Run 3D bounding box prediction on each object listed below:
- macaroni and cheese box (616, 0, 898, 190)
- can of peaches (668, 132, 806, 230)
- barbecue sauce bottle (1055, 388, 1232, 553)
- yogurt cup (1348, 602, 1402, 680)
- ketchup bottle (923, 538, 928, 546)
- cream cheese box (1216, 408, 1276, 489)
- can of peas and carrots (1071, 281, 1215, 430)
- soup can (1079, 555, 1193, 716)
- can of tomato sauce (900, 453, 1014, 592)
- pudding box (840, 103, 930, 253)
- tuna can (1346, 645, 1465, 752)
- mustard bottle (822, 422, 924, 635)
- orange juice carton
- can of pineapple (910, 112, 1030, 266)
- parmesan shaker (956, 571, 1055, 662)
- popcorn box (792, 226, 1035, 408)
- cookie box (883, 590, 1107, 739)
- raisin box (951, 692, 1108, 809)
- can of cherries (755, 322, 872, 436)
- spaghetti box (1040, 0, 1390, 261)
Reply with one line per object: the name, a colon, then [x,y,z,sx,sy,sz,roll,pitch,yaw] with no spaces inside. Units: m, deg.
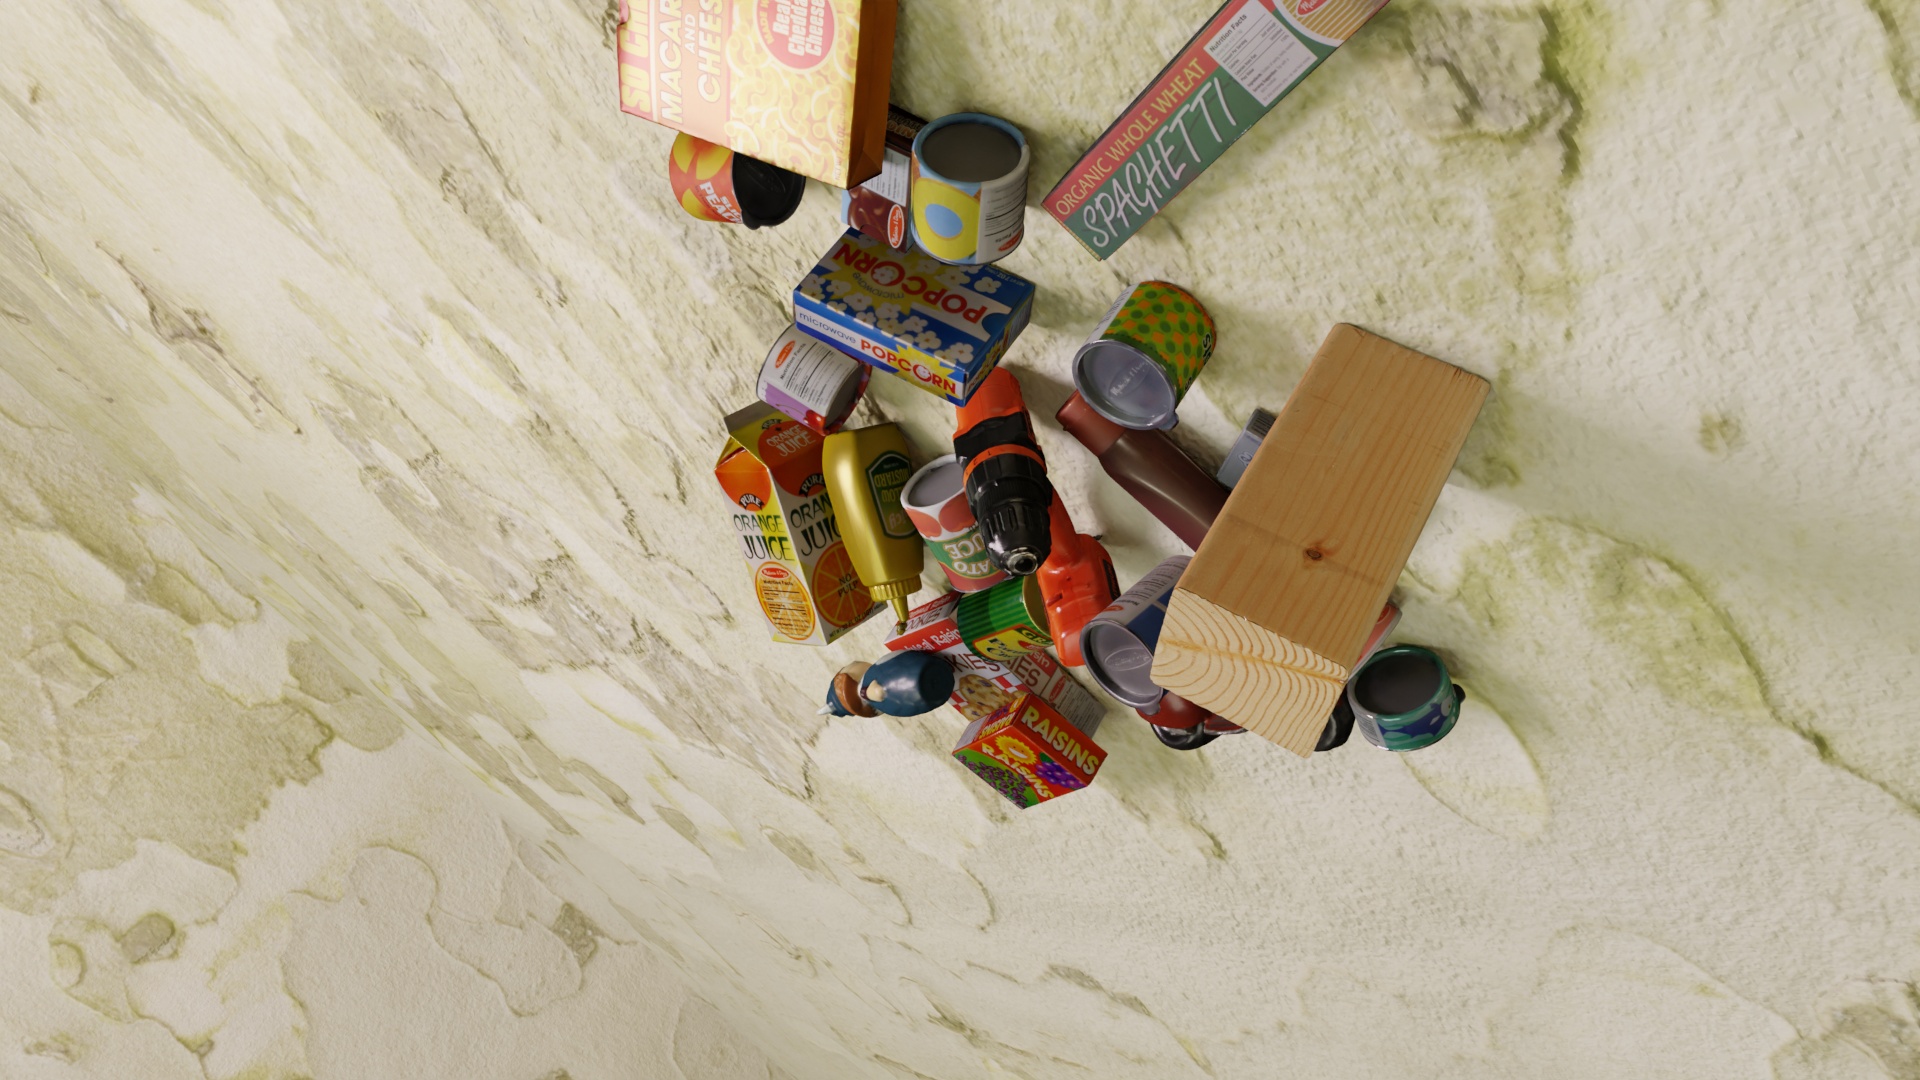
macaroni and cheese box: [-0.118,-0.283,0.781,0.166,0.040,0.123,23,127,20]
can of peaches: [-0.142,-0.231,0.876,0.058,0.071,0.071,14,142,34]
barbecue sauce bottle: [0.126,-0.043,0.887,0.148,0.044,0.065,41,173,-5]
yogurt cup: [0.240,0.055,0.891,0.054,0.073,0.072,40,149,9]
ketchup bottle: [-0.075,-0.011,1.130,0.148,0.044,0.064,-4,124,46]
cream cheese box: [0.211,-0.033,0.838,0.104,0.024,0.053,31,149,9]
can of peas and carrots: [0.109,-0.106,0.808,0.071,0.059,0.070,25,147,17]
soup can: [0.129,0.059,0.886,0.071,0.084,0.071,31,140,31]
can of tomato sauce: [0.004,-0.013,1.027,0.071,0.071,0.082,3,135,42]
pudding box: [-0.044,-0.219,0.836,0.050,0.030,0.083,28,148,12]
tuna can: [0.290,0.101,0.903,0.071,0.071,0.032,4,135,42]
mustard bottle: [-0.057,-0.007,1.043,0.048,0.065,0.160,-9,97,44]
orange juice carton: [-0.130,-0.019,1.089,0.073,0.072,0.192,0,113,44]
can of pineapple: [0.003,-0.199,0.782,0.071,0.071,0.057,26,147,16]
parmesan shaker: [0.052,0.055,1.075,0.071,0.071,0.102,44,148,-12]
popcorn box: [-0.030,-0.146,0.866,0.127,0.085,0.038,27,148,14]
cookie box: [0.028,0.117,1.205,0.167,0.040,0.122,43,149,-13]
raisin box: [0.057,0.181,1.185,0.086,0.040,0.123,40,150,-7]
can of cherries: [-0.104,-0.116,1.001,0.058,0.072,0.071,30,148,9]
spaghetti box: [0.121,-0.217,0.677,0.050,0.029,0.249,41,148,-8]
